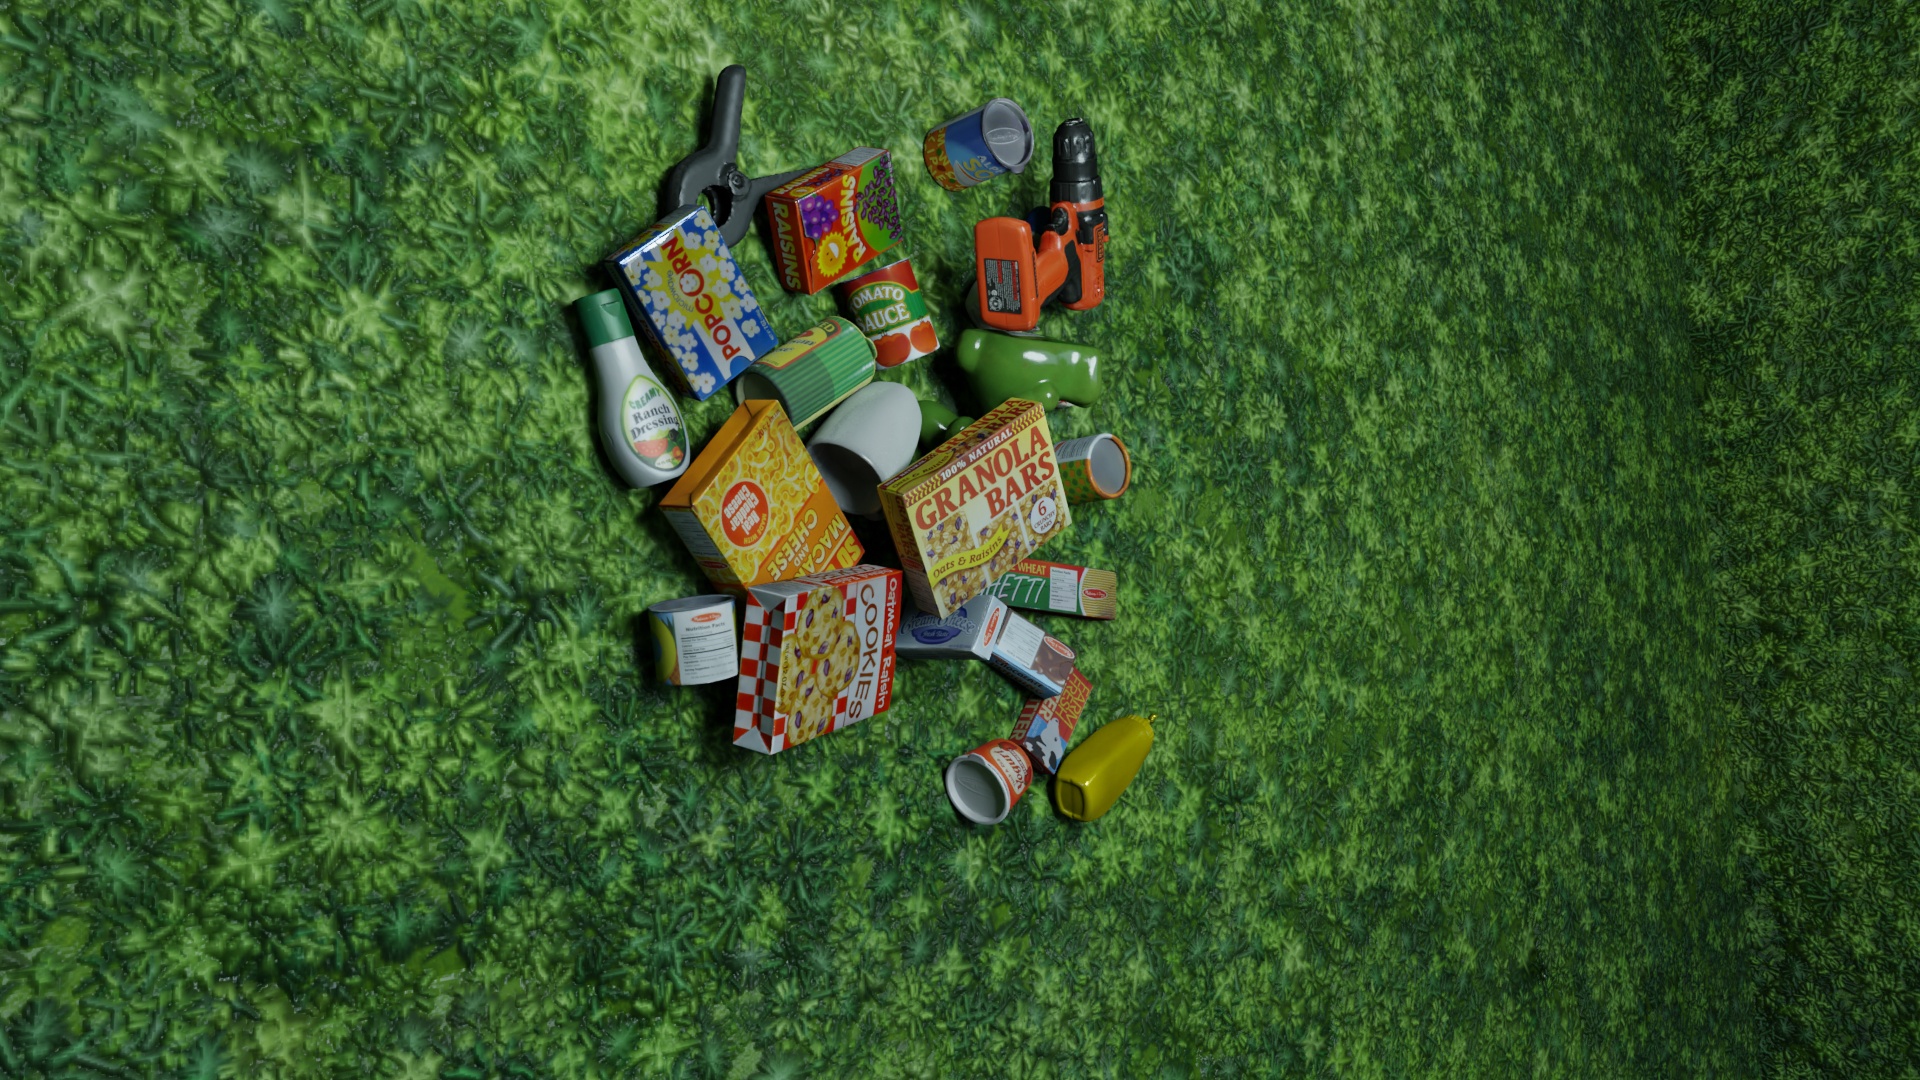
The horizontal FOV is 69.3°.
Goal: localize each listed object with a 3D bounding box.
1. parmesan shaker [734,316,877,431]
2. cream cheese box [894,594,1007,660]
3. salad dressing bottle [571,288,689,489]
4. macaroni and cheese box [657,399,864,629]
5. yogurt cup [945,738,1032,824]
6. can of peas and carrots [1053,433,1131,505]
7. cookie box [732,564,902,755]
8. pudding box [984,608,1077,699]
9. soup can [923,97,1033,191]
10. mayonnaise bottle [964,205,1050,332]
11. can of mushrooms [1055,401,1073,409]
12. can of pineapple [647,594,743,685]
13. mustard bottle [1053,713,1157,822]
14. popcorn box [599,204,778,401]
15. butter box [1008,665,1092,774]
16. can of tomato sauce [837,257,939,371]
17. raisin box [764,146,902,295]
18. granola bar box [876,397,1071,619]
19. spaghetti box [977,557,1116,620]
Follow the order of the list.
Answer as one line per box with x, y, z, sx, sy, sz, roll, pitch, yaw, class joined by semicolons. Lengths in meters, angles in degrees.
-0.127;-0.135;1.145;0.103;0.071;0.071;-40;111;-39;parmesan shaker
-0.012;0.076;1.201;0.024;0.103;0.053;40;60;-37;cream cheese box
-0.251;-0.114;1.046;0.064;0.044;0.147;-27;102;-42;salad dressing bottle
-0.152;-0.009;1.098;0.124;0.040;0.165;-58;136;-34;macaroni and cheese box
0.028;0.214;1.247;0.054;0.072;0.072;-29;104;-50;yogurt cup
0.129;-0.069;1.383;0.071;0.058;0.071;7;80;-42;can of peas and carrots
-0.108;0.089;1.100;0.168;0.040;0.122;-10;109;-61;cookie box
0.063;0.107;1.301;0.083;0.030;0.050;33;61;-15;pudding box
0.017;-0.367;1.303;0.071;0.083;0.071;7;80;-42;soup can
0.057;-0.264;1.354;0.064;0.041;0.149;50;55;-36;mayonnaise bottle
0.096;-0.164;1.383;0.071;0.033;0.071;7;79;-42;can of mushrooms
-0.200;0.074;1.050;0.071;0.071;0.057;-12;98;-43;can of pineapple
0.150;0.213;1.367;0.161;0.049;0.065;-34;129;-46;mustard bottle
-0.208;-0.184;1.075;0.085;0.038;0.126;-43;123;-26;popcorn box
0.087;0.167;1.334;0.053;0.024;0.104;46;56;-29;butter box
-0.063;-0.197;1.216;0.071;0.071;0.083;-31;106;-41;can of tomato sauce
-0.106;-0.274;1.186;0.124;0.040;0.085;-40;137;-39;raisin box
0.015;-0.029;1.181;0.166;0.039;0.123;-36;123;-31;granola bar box
0.057;0.041;1.320;0.250;0.028;0.050;10;78;-42;spaghetti box
